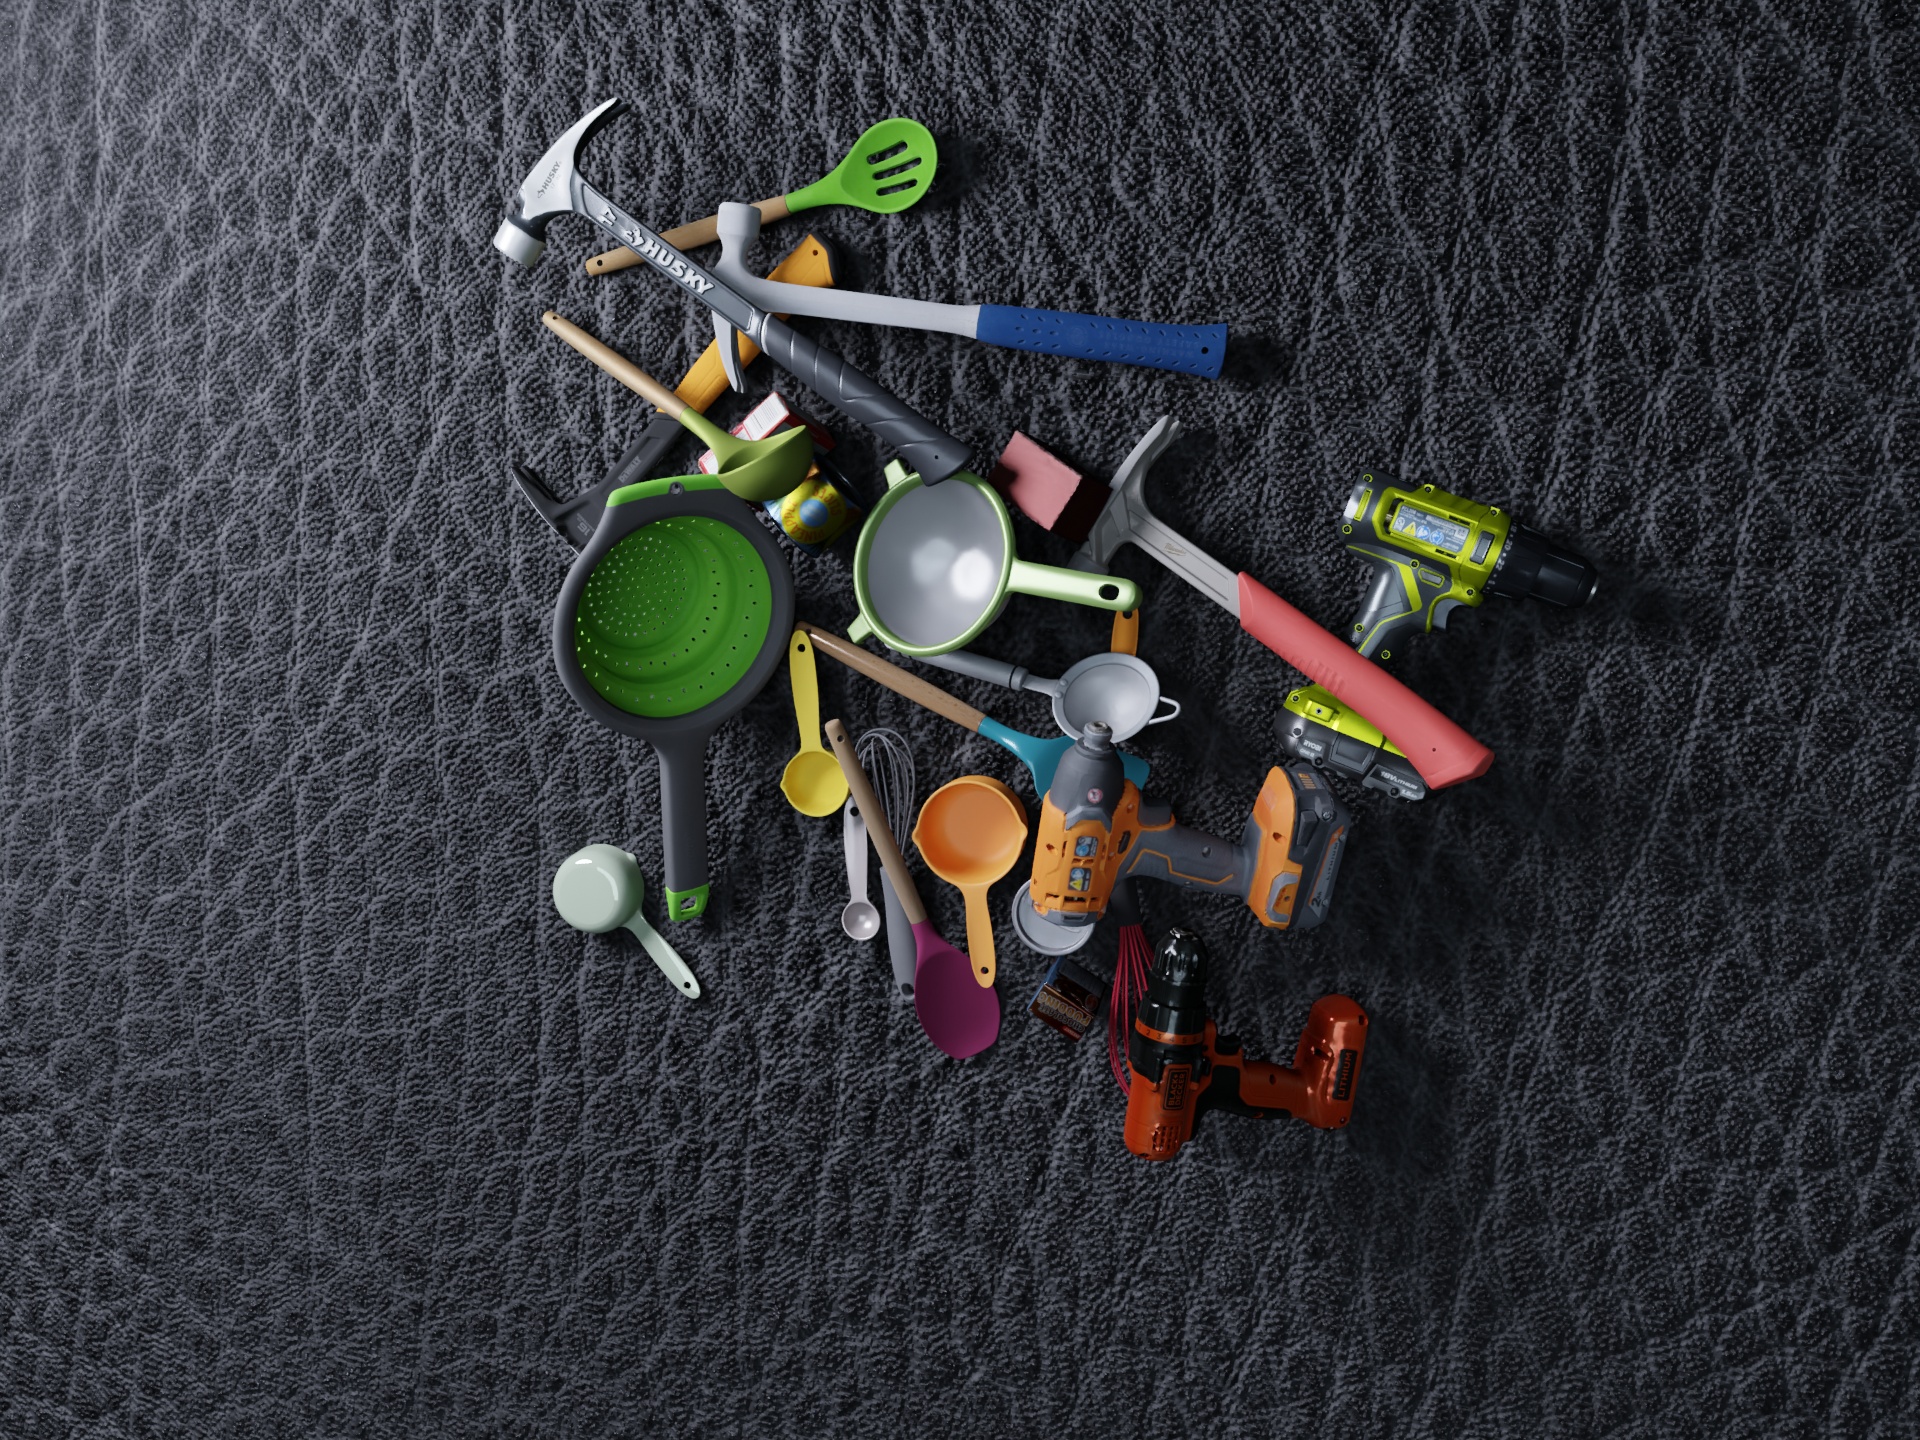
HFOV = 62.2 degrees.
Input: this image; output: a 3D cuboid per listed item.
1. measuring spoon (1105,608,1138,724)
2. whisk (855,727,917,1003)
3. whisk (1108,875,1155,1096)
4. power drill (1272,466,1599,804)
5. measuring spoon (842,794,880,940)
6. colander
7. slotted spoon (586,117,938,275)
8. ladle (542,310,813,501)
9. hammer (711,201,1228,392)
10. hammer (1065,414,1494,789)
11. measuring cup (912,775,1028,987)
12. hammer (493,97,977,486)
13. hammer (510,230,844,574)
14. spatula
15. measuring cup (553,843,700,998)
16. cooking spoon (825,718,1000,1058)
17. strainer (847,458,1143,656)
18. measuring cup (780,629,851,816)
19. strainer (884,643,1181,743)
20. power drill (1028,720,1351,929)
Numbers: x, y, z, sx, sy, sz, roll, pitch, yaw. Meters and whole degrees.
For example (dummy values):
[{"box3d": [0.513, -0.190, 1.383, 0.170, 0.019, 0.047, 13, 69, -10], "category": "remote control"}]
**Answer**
[{"box3d": [0.131, -0.043, 1.286, 0.021, 0.011, 0.117, 6, 95, 16], "category": "measuring spoon"}, {"box3d": [-0.053, 0.124, 1.329, 0.055, 0.055, 0.239, -5, 101, 12], "category": "whisk"}, {"box3d": [0.140, 0.184, 1.291, 0.073, 0.073, 0.296, -10, 90, 13], "category": "whisk"}, {"box3d": [0.353, -0.057, 1.203, 0.190, 0.080, 0.228, 22, 99, 9], "category": "power drill"}, {"box3d": [-0.085, 0.124, 1.352, 0.034, 0.018, 0.124, -3, 90, 17], "category": "measuring spoon"}, {"box3d": [-0.248, -0.020, 1.324, 0.095, 0.204, 0.396, 35, 130, 49], "category": "colander"}, {"box3d": [-0.163, -0.412, 1.287, 0.314, 0.031, 0.070, -13, 95, 15], "category": "slotted spoon"}, {"box3d": [-0.234, -0.262, 1.256, 0.078, 0.062, 0.320, -38, 59, -27], "category": "ladle"}, {"box3d": [0.003, -0.307, 1.242, 0.405, 0.035, 0.144, 8, 102, 5], "category": "hammer"}, {"box3d": [0.244, -0.077, 1.180, 0.359, 0.036, 0.149, 40, 107, 26], "category": "hammer"}, {"box3d": [0.016, 0.130, 1.311, 0.095, 0.052, 0.173, -4, 99, 12], "category": "measuring cup"}, {"box3d": [-0.160, -0.313, 1.223, 0.409, 0.036, 0.149, 36, 104, 2], "category": "hammer"}, {"box3d": [-0.225, -0.275, 1.314, 0.337, 0.034, 0.127, -44, 88, 14], "category": "hammer"}, {"box3d": [-0.002, -0.004, 1.294, 0.318, 0.044, 0.082, 29, 85, 18], "category": "spatula"}, {"box3d": [-0.289, 0.182, 1.386, 0.083, 0.038, 0.167, -43, 86, 14], "category": "measuring cup"}, {"box3d": [-0.043, 0.141, 1.304, 0.069, 0.017, 0.318, -25, 108, -8], "category": "cooking spoon"}, {"box3d": [0.036, -0.111, 1.238, 0.256, 0.069, 0.151, 13, 91, 32], "category": "strainer"}, {"box3d": [-0.123, 0.002, 1.335, 0.062, 0.029, 0.156, -5, 94, 12], "category": "measuring cup"}, {"box3d": [0.055, -0.032, 1.280, 0.258, 0.050, 0.087, 17, 64, 19], "category": "strainer"}, {"box3d": [0.172, 0.080, 1.209, 0.226, 0.084, 0.164, 3, 117, -8], "category": "power drill"}]
